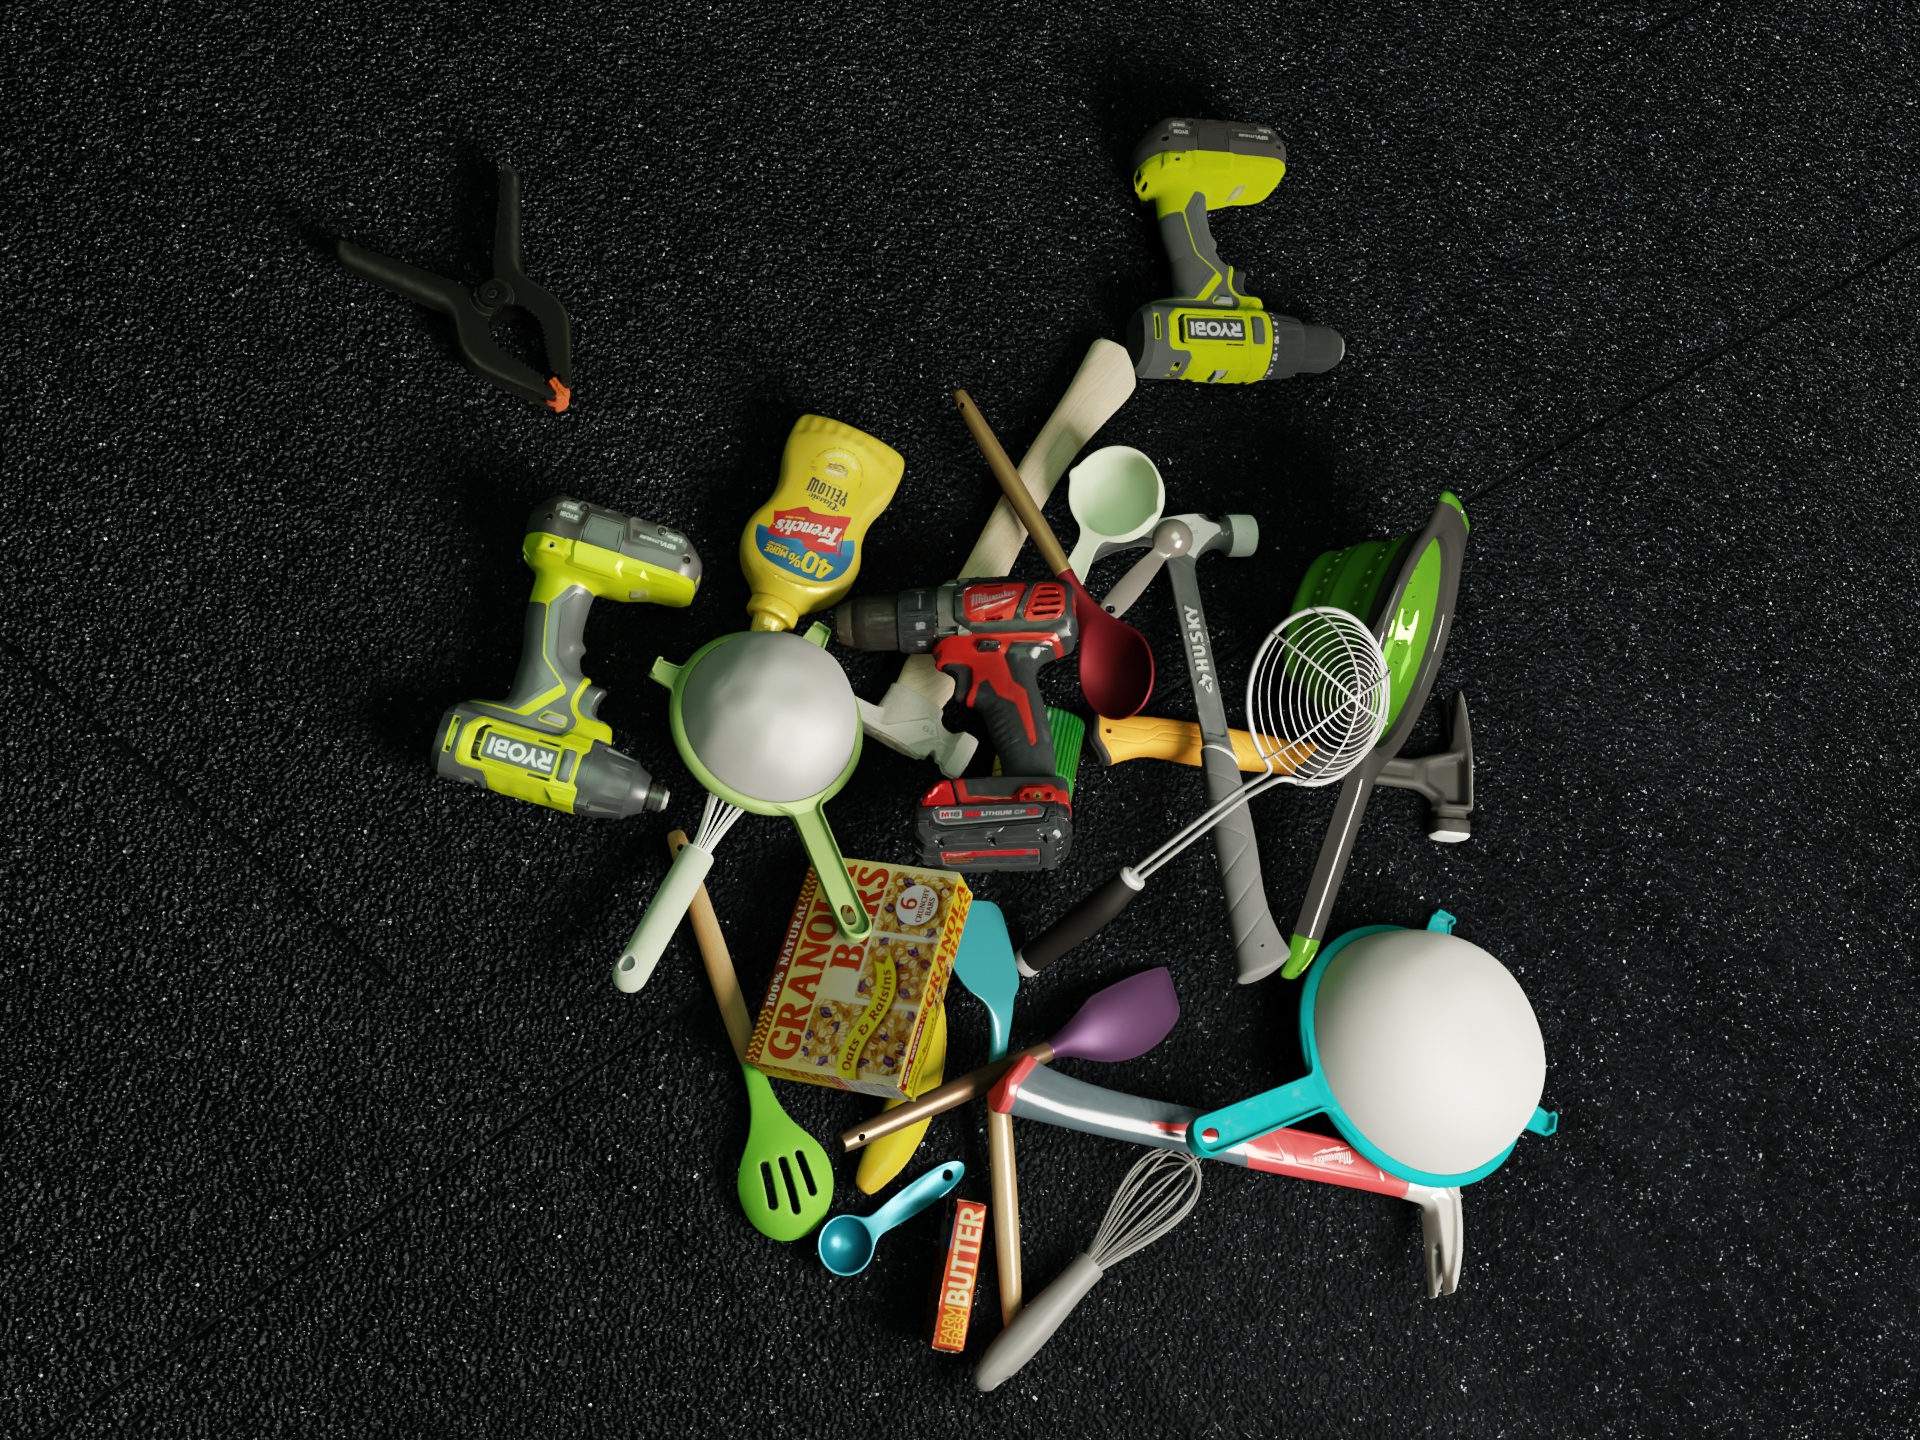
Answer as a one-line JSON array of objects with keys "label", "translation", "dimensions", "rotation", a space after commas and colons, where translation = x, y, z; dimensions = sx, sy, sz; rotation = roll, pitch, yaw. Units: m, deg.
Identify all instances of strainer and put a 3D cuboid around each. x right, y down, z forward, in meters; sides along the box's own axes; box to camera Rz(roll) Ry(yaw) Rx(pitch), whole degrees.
[{"label": "strainer", "translation": [0.320, 0.255, 1.192], "dimensions": [0.340, 0.095, 0.211], "rotation": [-11, 68, -31]}, {"label": "strainer", "translation": [-0.113, 0.036, 1.159], "dimensions": [0.151, 0.069, 0.256], "rotation": [-15, 72, -30]}]

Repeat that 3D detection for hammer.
[{"label": "hammer", "translation": [0.028, -0.158, 1.320], "dimensions": [0.146, 0.038, 0.411], "rotation": [29, 71, -2]}, {"label": "hammer", "translation": [0.202, 0.326, 1.179], "dimensions": [0.386, 0.038, 0.143], "rotation": [15, 57, -17]}, {"label": "hammer", "translation": [0.267, 0.021, 1.323], "dimensions": [0.336, 0.034, 0.127], "rotation": [7, 75, -10]}, {"label": "hammer", "translation": [0.198, 0.010, 1.271], "dimensions": [0.149, 0.036, 0.409], "rotation": [-2, 63, -10]}]

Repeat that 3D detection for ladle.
[{"label": "ladle", "translation": [0.070, -0.139, 1.283], "dimensions": [0.031, 0.069, 0.316], "rotation": [-3, 61, -58]}]

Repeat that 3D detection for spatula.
[{"label": "spatula", "translation": [0.045, 0.256, 1.178], "dimensions": [0.316, 0.018, 0.060], "rotation": [-16, 90, -33]}, {"label": "spatula", "translation": [0.023, 0.294, 1.196], "dimensions": [0.082, 0.044, 0.317], "rotation": [3, 81, -45]}]

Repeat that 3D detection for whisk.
[{"label": "whisk", "translation": [0.097, 0.402, 1.172], "dimensions": [0.239, 0.055, 0.055], "rotation": [-40, 87, -21]}, {"label": "whisk", "translation": [-0.191, 0.092, 1.187], "dimensions": [0.058, 0.059, 0.246], "rotation": [15, 64, 27]}]

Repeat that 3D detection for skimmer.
[{"label": "skimmer", "translation": [0.168, 0.063, 1.186], "dimensions": [0.127, 0.363, 0.090], "rotation": [33, 29, -28]}]

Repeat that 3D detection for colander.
[{"label": "colander", "translation": [0.293, 0.005, 1.265], "dimensions": [0.094, 0.204, 0.397], "rotation": [19, 89, 28]}]

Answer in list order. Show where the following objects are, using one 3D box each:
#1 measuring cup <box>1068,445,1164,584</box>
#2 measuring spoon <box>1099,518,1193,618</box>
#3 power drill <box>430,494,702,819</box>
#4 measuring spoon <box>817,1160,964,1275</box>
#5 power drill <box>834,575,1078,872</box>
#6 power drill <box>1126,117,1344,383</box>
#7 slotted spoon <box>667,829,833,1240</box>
[{"label": "measuring cup", "translation": [0.110, -0.142, 1.304], "dimensions": [0.083, 0.038, 0.167], "rotation": [27, 94, 20]}, {"label": "measuring spoon", "translation": [0.150, -0.124, 1.302], "dimensions": [0.034, 0.018, 0.124], "rotation": [37, 65, 11]}, {"label": "power drill", "translation": [-0.281, -0.042, 1.203], "dimensions": [0.171, 0.080, 0.223], "rotation": [17, 76, -7]}, {"label": "measuring spoon", "translation": [-0.051, 0.364, 1.177], "dimensions": [0.128, 0.021, 0.042], "rotation": [-27, 83, -27]}, {"label": "power drill", "translation": [-0.002, -0.004, 1.201], "dimensions": [0.188, 0.080, 0.227], "rotation": [-2, 68, 2]}, {"label": "power drill", "translation": [0.240, -0.408, 1.411], "dimensions": [0.190, 0.080, 0.229], "rotation": [-1, 78, -12]}, {"label": "slotted spoon", "translation": [-0.166, 0.229, 1.180], "dimensions": [0.070, 0.031, 0.314], "rotation": [-16, 78, -18]}]
